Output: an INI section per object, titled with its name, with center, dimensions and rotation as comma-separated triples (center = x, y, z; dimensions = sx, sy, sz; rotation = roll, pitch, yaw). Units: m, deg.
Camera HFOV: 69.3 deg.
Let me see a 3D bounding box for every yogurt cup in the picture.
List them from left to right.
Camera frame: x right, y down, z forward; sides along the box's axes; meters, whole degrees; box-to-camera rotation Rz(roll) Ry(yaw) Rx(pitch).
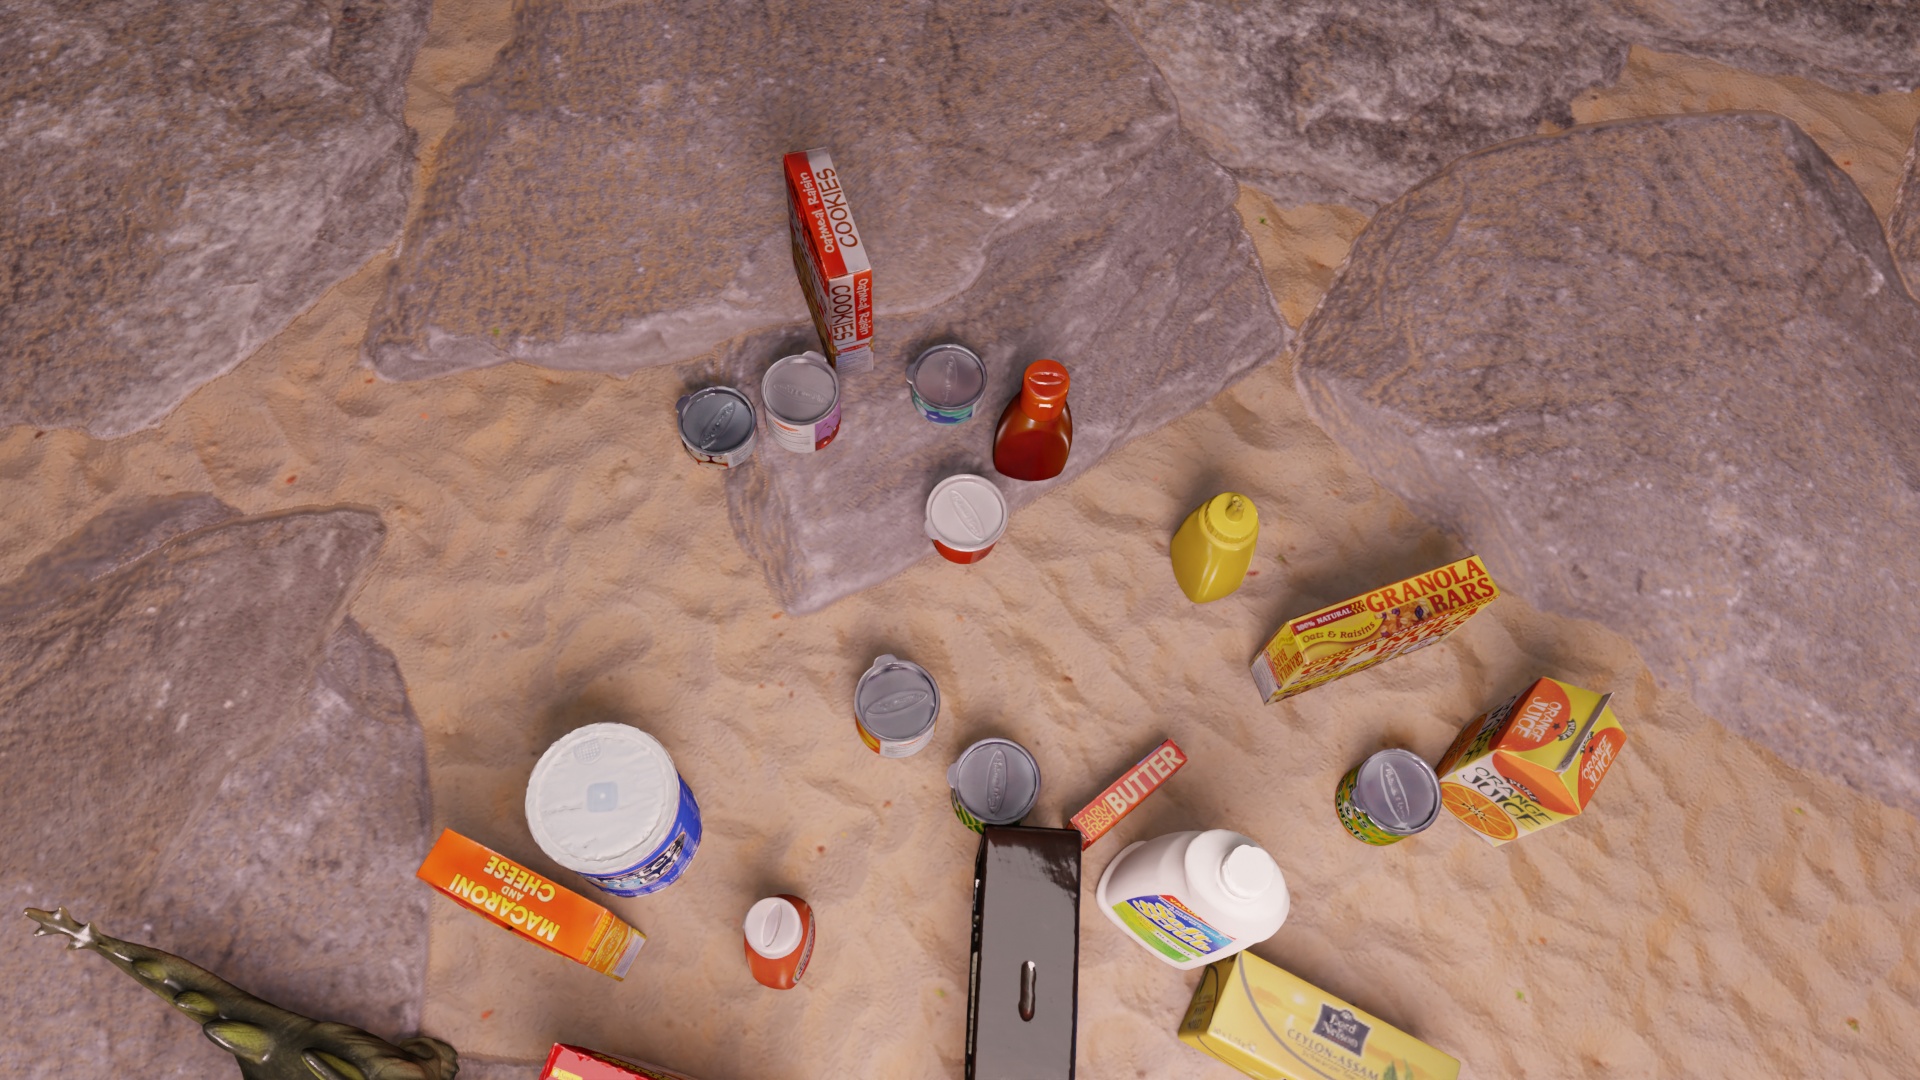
[yogurt cup]
center = 0.004, -0.014, 1.148
dimensions = 0.072, 0.053, 0.072
rotation = 1, 68, -3

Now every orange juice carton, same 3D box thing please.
[orange juice carton]
center = 0.421, 0.163, 1.027
dimensions = 0.073, 0.192, 0.072
rotation = 38, 71, 11

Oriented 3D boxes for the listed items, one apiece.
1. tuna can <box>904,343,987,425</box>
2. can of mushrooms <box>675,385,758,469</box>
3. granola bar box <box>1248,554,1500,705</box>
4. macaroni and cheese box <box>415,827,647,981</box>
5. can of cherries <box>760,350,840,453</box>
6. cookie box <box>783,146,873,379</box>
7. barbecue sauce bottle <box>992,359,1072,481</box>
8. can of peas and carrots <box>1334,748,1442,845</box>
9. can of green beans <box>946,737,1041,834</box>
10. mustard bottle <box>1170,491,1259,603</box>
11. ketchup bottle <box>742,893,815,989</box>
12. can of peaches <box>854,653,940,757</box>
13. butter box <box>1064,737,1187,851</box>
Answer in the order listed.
[tuna can]
center = -0.013, -0.135, 1.207
dimensions = 0.071, 0.032, 0.071
rotation = 1, 68, -3
[can of mushrooms]
center = -0.207, -0.097, 1.179
dimensions = 0.071, 0.033, 0.071
rotation = 1, 68, -3
[granola bar box]
center = 0.321, 0.071, 1.095
dimensions = 0.166, 0.123, 0.039
rotation = -18, 71, -10
[macaroni and cheese box]
center = -0.291, 0.256, 0.961
dimensions = 0.124, 0.165, 0.040
rotation = 25, 69, 6
[can of cherries]
center = -0.133, -0.117, 1.179
dimensions = 0.071, 0.058, 0.072
rotation = 1, 68, -3
[cookie box]
center = -0.110, -0.229, 1.167
dimensions = 0.040, 0.166, 0.123
rotation = -17, 70, -10
[barbecue sauce bottle]
center = 0.063, -0.097, 1.134
dimensions = 0.065, 0.148, 0.044
rotation = 3, 68, -2
[can of peas and carrots]
center = 0.329, 0.201, 1.078
dimensions = 0.071, 0.058, 0.071
rotation = 1, 68, -3
[can of green beans]
center = 0.026, 0.190, 1.065
dimensions = 0.071, 0.057, 0.071
rotation = 1, 68, -3
[mustard bottle]
center = 0.205, -0.001, 1.097
dimensions = 0.049, 0.159, 0.065
rotation = -18, 71, -10
[ketchup bottle]
center = -0.128, 0.277, 0.972
dimensions = 0.043, 0.148, 0.065
rotation = 13, 68, 2
[can of peaches]
center = -0.050, 0.130, 1.084
dimensions = 0.071, 0.058, 0.071
rotation = 1, 68, -3
[butter box]
center = 0.127, 0.197, 1.071
dimensions = 0.104, 0.053, 0.024
rotation = -36, 75, -16
